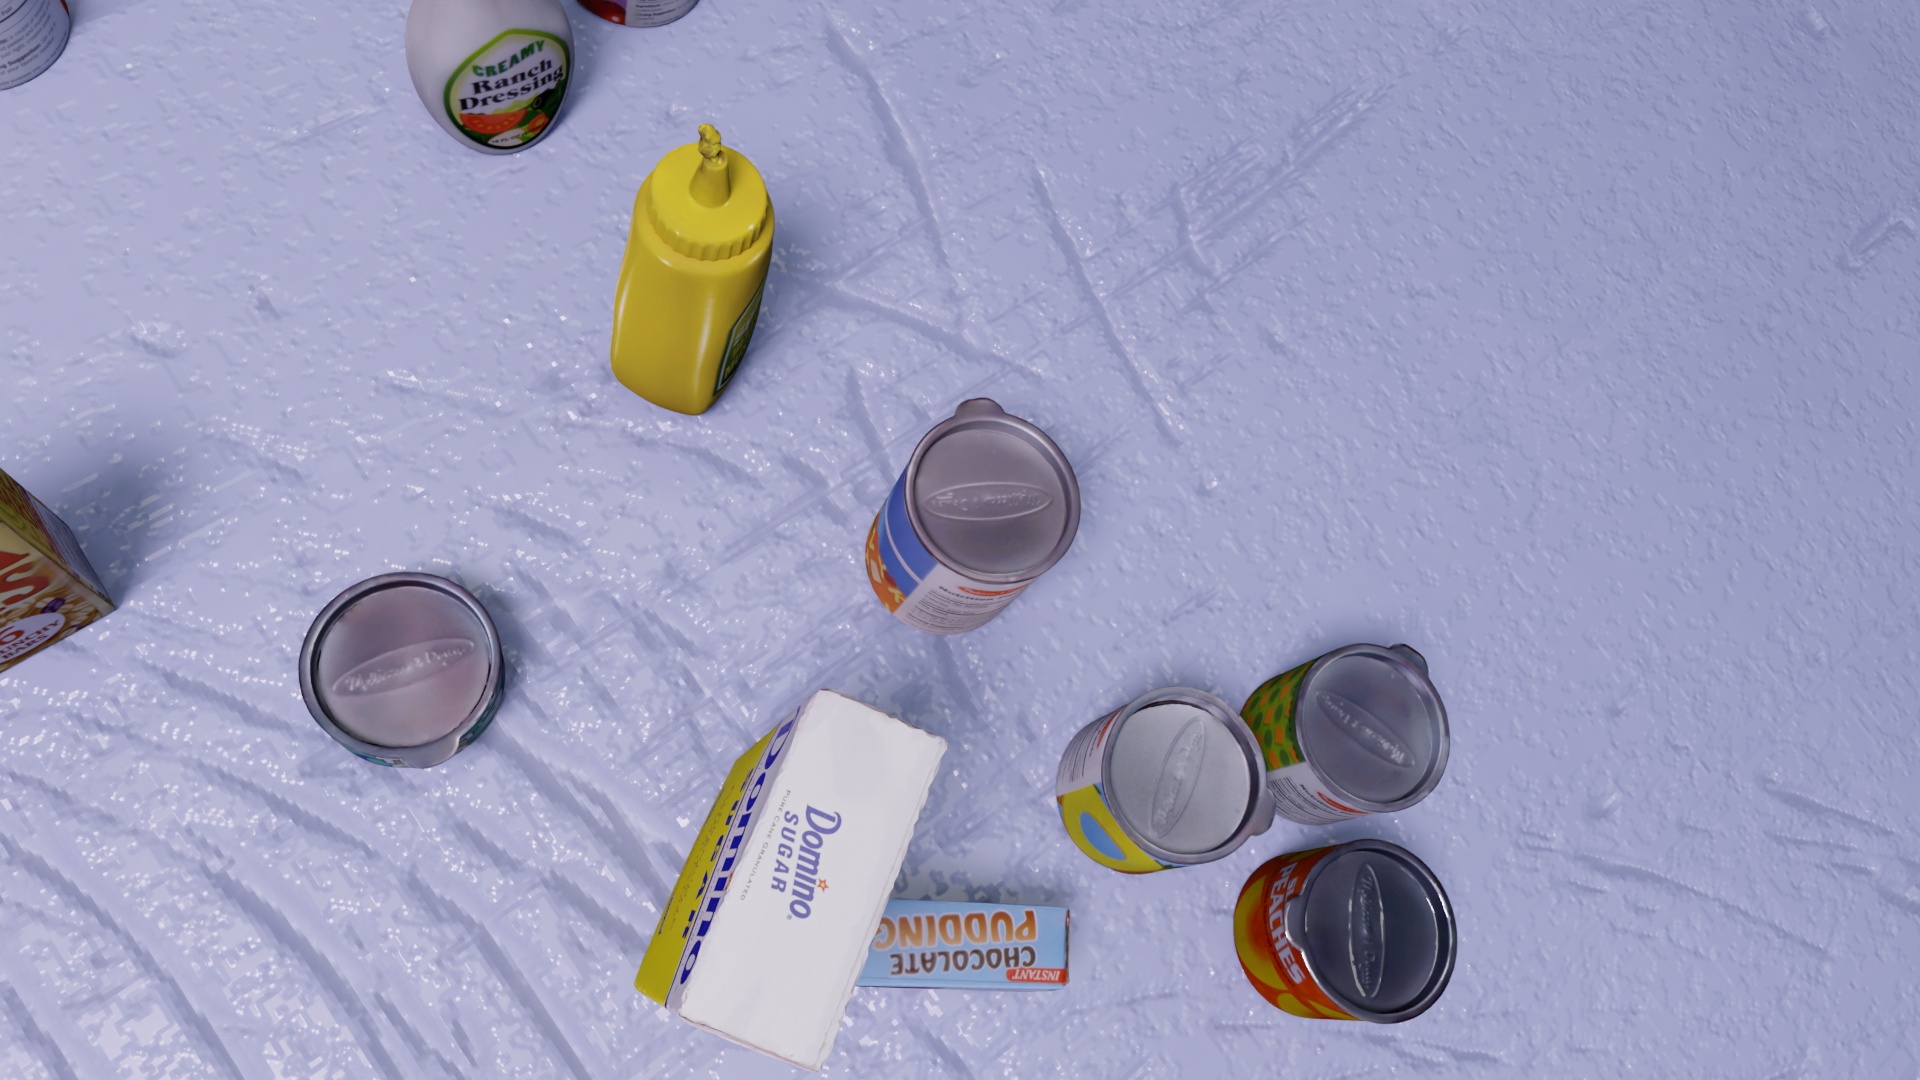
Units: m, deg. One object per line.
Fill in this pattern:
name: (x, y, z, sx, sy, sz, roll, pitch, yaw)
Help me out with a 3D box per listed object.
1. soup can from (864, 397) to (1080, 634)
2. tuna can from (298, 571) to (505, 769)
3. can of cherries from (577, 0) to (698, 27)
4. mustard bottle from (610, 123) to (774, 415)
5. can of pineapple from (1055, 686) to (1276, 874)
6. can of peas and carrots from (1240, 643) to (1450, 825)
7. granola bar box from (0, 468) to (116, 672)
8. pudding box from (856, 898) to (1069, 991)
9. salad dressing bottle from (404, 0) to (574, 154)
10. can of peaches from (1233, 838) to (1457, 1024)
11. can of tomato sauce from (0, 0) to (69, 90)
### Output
soup can: (0.002, -0.007, 0.538, 0.071, 0.083, 0.071, 4, 72, -14)
tuna can: (-0.196, 0.049, 0.494, 0.071, 0.032, 0.071, 4, 72, -14)
can of cherries: (-0.142, -0.268, 0.597, 0.071, 0.058, 0.071, 4, 72, -14)
mustard bottle: (-0.095, -0.099, 0.500, 0.049, 0.159, 0.065, 24, 69, -7)
can of pineapple: (0.077, 0.096, 0.539, 0.071, 0.057, 0.071, 4, 72, -14)
can of peas and carrots: (0.154, 0.078, 0.565, 0.071, 0.058, 0.071, 4, 72, -14)
granola bar box: (-0.356, 0.035, 0.407, 0.166, 0.123, 0.039, -34, 84, -22)
pudding box: (-0.007, 0.147, 0.504, 0.084, 0.049, 0.030, 6, 72, -13)
salad dressing bottle: (-0.177, -0.202, 0.518, 0.064, 0.147, 0.044, -27, 82, -21)
can of peaches: (0.145, 0.151, 0.539, 0.071, 0.058, 0.071, 4, 72, -14)
can of tomato sauce: (-0.376, -0.215, 0.504, 0.071, 0.082, 0.071, 4, 72, -14)
